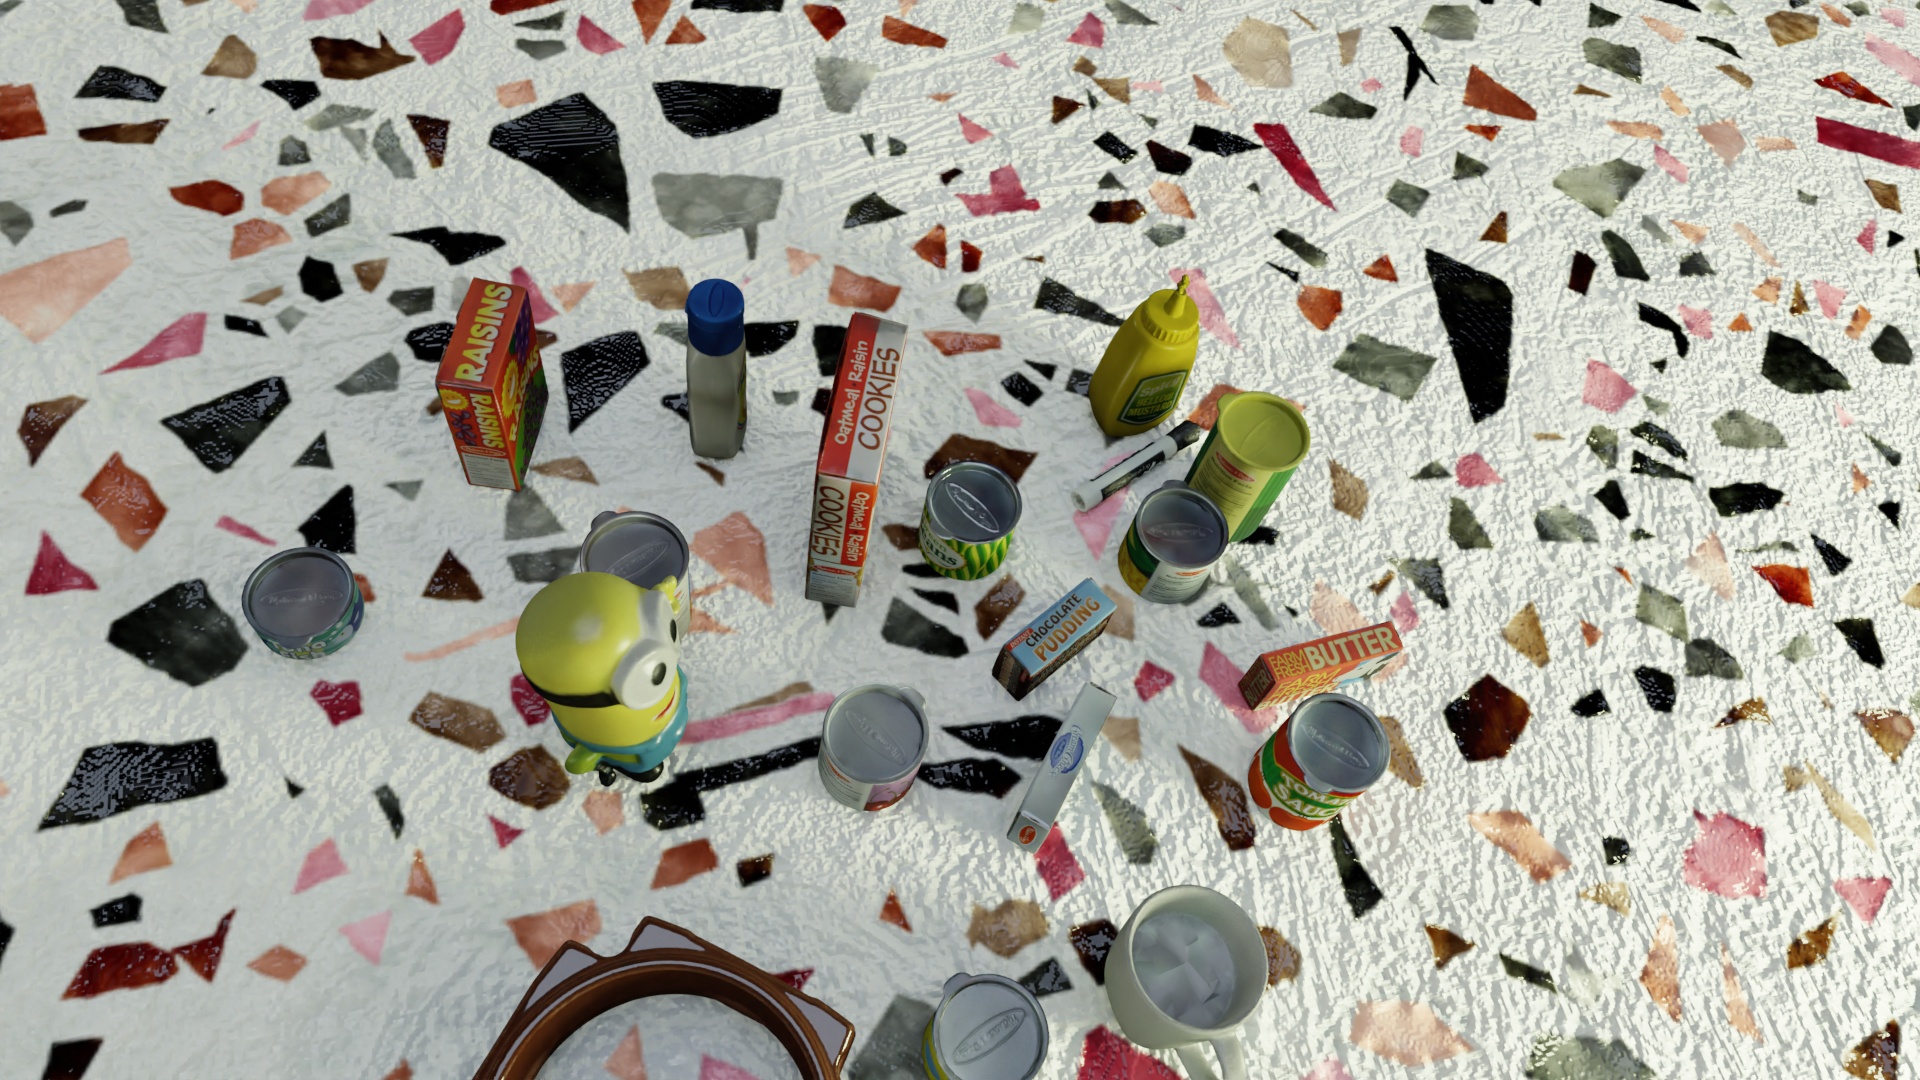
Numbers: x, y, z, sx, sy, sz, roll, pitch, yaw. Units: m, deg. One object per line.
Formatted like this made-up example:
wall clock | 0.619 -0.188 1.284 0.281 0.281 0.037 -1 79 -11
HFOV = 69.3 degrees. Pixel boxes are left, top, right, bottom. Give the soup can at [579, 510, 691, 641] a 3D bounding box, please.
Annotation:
soup can | -0.208 0.028 0.892 0.071 0.083 0.071 4 61 -7

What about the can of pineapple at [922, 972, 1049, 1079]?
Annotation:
can of pineapple | 0.013 0.287 0.798 0.071 0.057 0.071 4 60 -7

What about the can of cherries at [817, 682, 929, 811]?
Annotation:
can of cherries | -0.053 0.130 0.876 0.071 0.058 0.072 4 60 -7

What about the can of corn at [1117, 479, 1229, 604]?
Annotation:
can of corn | 0.149 0.002 0.982 0.071 0.058 0.071 4 60 -7

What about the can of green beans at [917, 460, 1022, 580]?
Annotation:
can of green beans | 0.005 -0.013 0.966 0.071 0.057 0.071 4 60 -7

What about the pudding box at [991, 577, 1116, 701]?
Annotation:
pudding box | 0.063 0.066 0.936 0.084 0.049 0.030 -36 72 -25

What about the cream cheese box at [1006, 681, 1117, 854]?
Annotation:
cream cheese box | 0.064 0.145 0.890 0.024 0.053 0.104 28 60 6

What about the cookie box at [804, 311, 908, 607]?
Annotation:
cookie box | -0.071 -0.049 0.910 0.040 0.166 0.123 10 60 -4

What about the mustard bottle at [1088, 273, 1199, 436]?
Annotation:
mustard bottle | 0.138 -0.135 0.998 0.065 0.159 0.049 -14 65 -17

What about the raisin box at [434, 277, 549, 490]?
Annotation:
raisin box | -0.310 -0.102 0.925 0.040 0.122 0.086 10 60 -4

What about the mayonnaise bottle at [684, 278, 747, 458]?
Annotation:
mayonnaise bottle | -0.165 -0.117 0.944 0.041 0.147 0.065 5 61 -7

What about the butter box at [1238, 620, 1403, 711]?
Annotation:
butter box | 0.247 0.086 0.954 0.104 0.053 0.024 -12 64 -16

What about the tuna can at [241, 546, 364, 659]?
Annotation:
tuna can | -0.415 0.042 0.879 0.071 0.032 0.071 4 60 -7

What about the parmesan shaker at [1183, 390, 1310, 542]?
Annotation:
parmesan shaker | 0.199 -0.053 0.995 0.071 0.102 0.071 4 61 -7

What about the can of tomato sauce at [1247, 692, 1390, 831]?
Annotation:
can of tomato sauce | 0.230 0.147 0.900 0.071 0.082 0.071 4 61 -7
